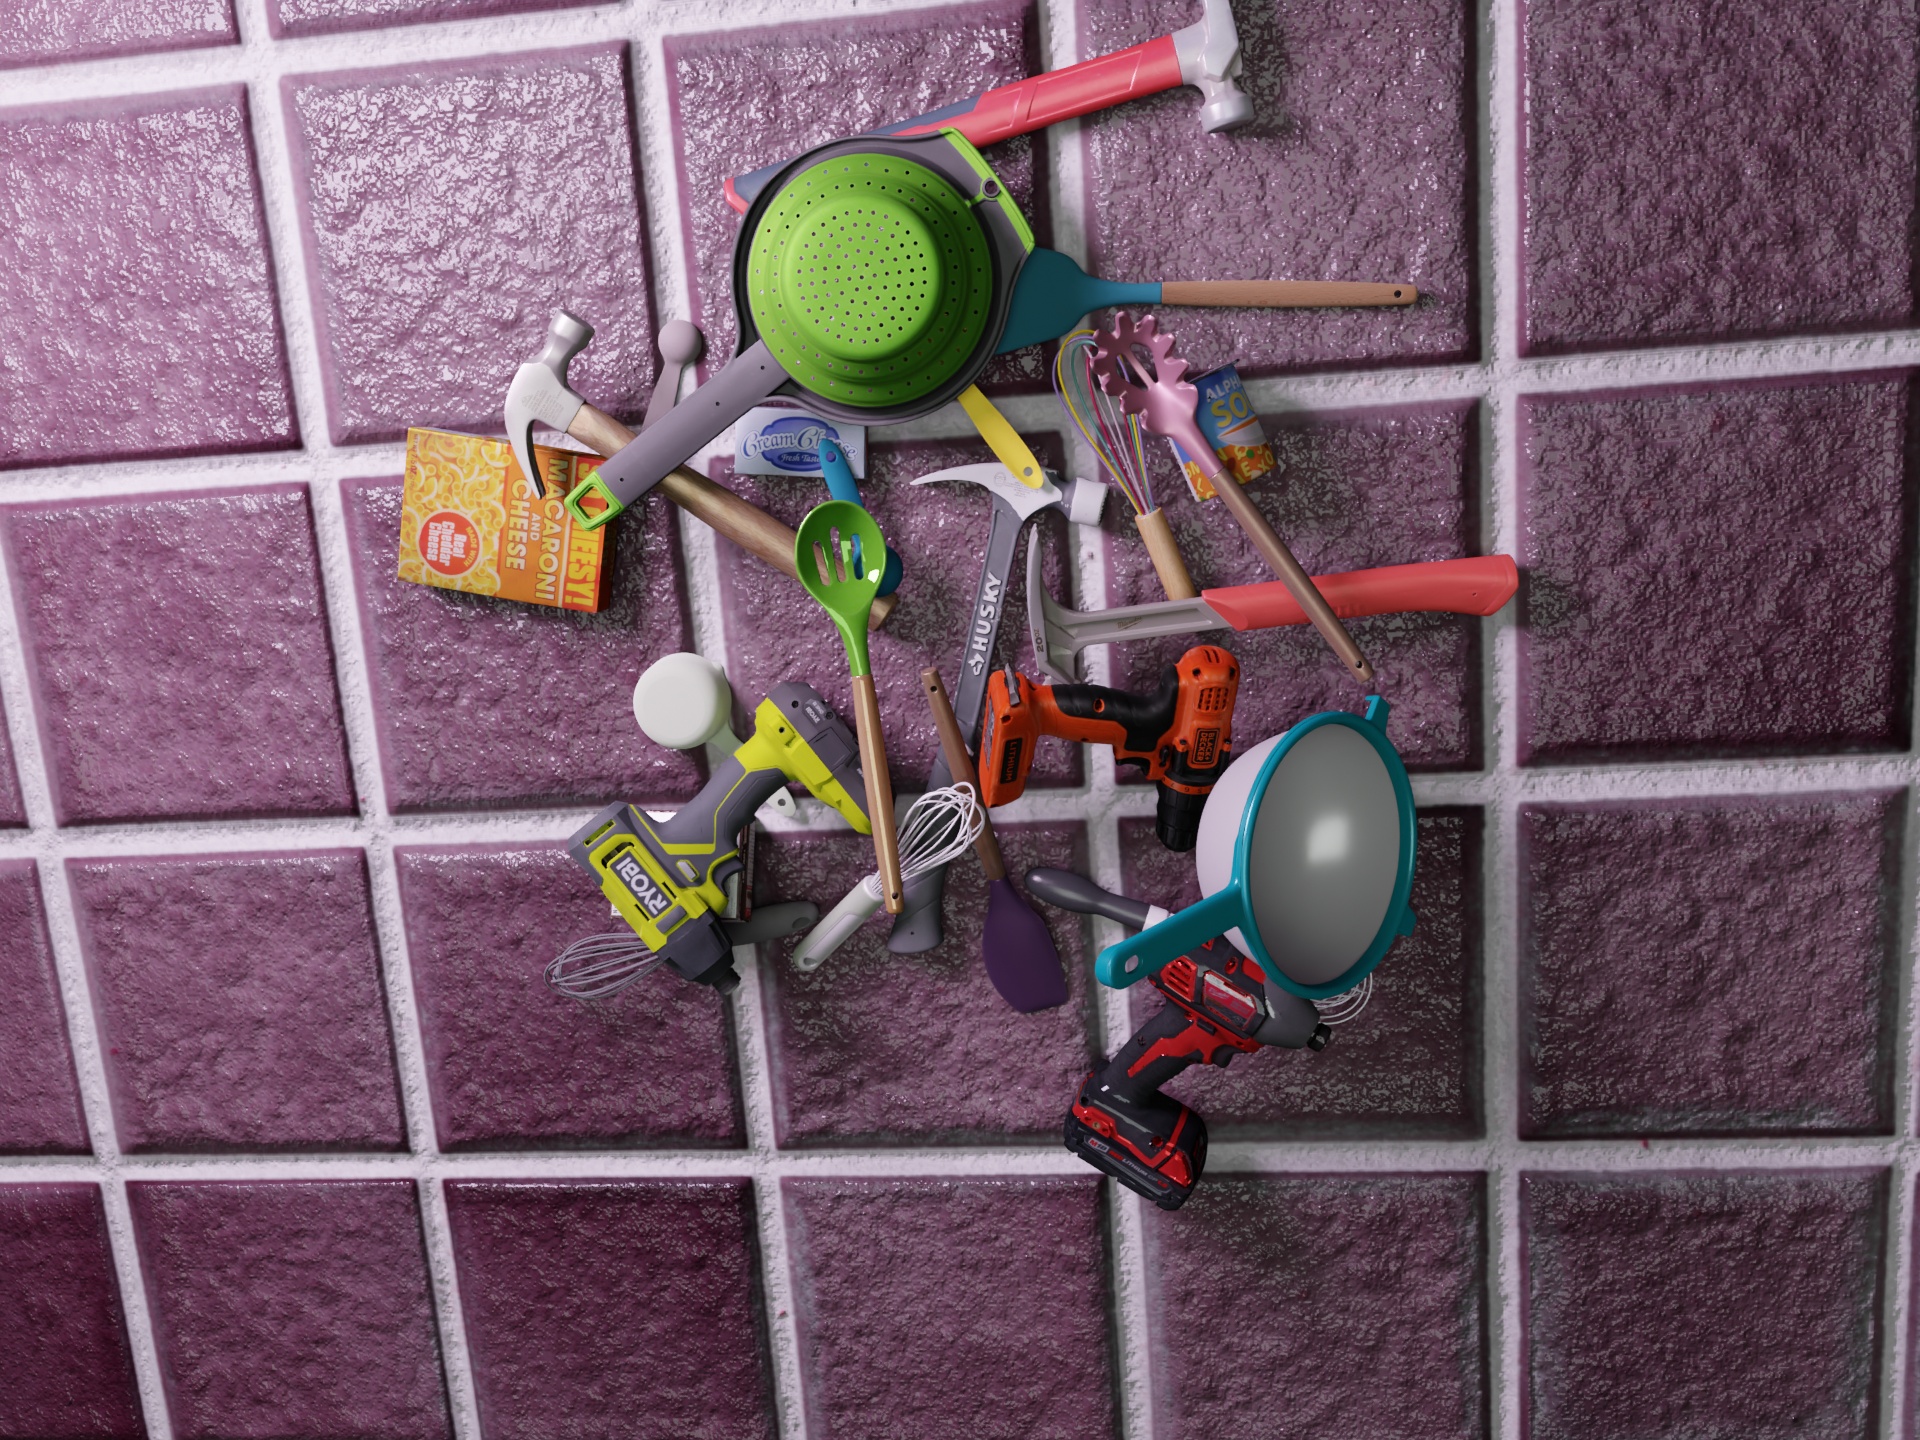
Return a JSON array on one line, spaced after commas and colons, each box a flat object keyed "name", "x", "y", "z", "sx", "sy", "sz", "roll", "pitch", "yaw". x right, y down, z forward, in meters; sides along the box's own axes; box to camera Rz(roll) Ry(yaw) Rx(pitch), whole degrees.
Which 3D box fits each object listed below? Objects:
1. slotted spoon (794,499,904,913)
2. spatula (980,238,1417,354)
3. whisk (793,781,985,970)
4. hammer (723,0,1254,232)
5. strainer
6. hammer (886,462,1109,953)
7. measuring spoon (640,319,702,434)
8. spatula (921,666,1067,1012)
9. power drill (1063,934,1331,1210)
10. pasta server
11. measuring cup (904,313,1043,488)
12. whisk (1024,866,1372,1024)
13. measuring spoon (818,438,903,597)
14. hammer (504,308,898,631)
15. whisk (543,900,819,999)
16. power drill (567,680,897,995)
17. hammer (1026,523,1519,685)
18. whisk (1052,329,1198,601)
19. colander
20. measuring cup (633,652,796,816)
[{"name": "slotted spoon", "x": -0.073, "y": -0.008, "z": 1.198, "sx": 0.070, "sy": 0.031, "sz": 0.314, "roll": -9, "pitch": 94, "yaw": -12}, {"name": "spatula", "x": 0.174, "y": -0.311, "z": 1.164, "sx": 0.317, "sy": 0.044, "sz": 0.082, "roll": 1, "pitch": 105, "yaw": 6}, {"name": "whisk", "x": -0.062, "y": 0.129, "z": 1.256, "sx": 0.057, "sy": 0.059, "sz": 0.246, "roll": 26, "pitch": 127, "yaw": -26}, {"name": "hammer", "x": 0.008, "y": -0.451, "z": 1.158, "sx": 0.386, "sy": 0.038, "sz": 0.143, "roll": -14, "pitch": 99, "yaw": 10}, {"name": "strainer", "x": 0.197, "y": 0.114, "z": 1.153, "sx": 0.095, "sy": 0.340, "sz": 0.211, "roll": 5, "pitch": 110, "yaw": 50}, {"name": "hammer", "x": -0.002, "y": -0.004, "z": 1.256, "sx": 0.149, "sy": 0.036, "sz": 0.409, "roll": 14, "pitch": 103, "yaw": 5}, {"name": "measuring spoon", "x": -0.233, "y": -0.251, "z": 1.240, "sx": 0.034, "sy": 0.018, "sz": 0.124, "roll": 20, "pitch": 104, "yaw": 2}, {"name": "spatula", "x": 0.020, "y": 0.101, "z": 1.255, "sx": 0.060, "sy": 0.018, "sz": 0.315, "roll": -15, "pitch": 112, "yaw": 7}, {"name": "power drill", "x": 0.182, "y": 0.267, "z": 1.236, "sx": 0.143, "sy": 0.078, "sz": 0.219, "roll": 30, "pitch": 118, "yaw": 7}, {"name": "pasta server", "x": 0.199, "y": -0.154, "z": 1.129, "sx": 0.060, "sy": 0.040, "sz": 0.316, "roll": -37, "pitch": 96, "yaw": 10}, {"name": "measuring cup", "x": 0.014, "y": -0.238, "z": 1.201, "sx": 0.062, "sy": 0.029, "sz": 0.156, "roll": -37, "pitch": 91, "yaw": 12}, {"name": "whisk", "x": 0.185, "y": 0.171, "z": 1.260, "sx": 0.284, "sy": 0.070, "sz": 0.070, "roll": 18, "pitch": 104, "yaw": 8}, {"name": "measuring spoon", "x": -0.078, "y": -0.155, "z": 1.211, "sx": 0.042, "sy": 0.021, "sz": 0.128, "roll": -25, "pitch": 101, "yaw": -13}, {"name": "hammer", "x": -0.195, "y": -0.167, "z": 1.217, "sx": 0.331, "sy": 0.031, "sz": 0.130, "roll": 32, "pitch": 102, "yaw": -11}, {"name": "whisk", "x": -0.231, "y": 0.188, "z": 1.321, "sx": 0.239, "sy": 0.055, "sz": 0.055, "roll": -15, "pitch": 100, "yaw": 5}, {"name": "power drill", "x": -0.166, "y": 0.090, "z": 1.237, "sx": 0.223, "sy": 0.080, "sz": 0.171, "roll": -39, "pitch": 97, "yaw": -7}, {"name": "hammer", "x": 0.230, "y": -0.095, "z": 1.183, "sx": 0.359, "sy": 0.037, "sz": 0.149, "roll": -7, "pitch": 118, "yaw": 3}, {"name": "whisk", "x": 0.135, "y": -0.177, "z": 1.187, "sx": 0.051, "sy": 0.047, "sz": 0.244, "roll": -7, "pitch": 115, "yaw": 44}, {"name": "colander", "x": -0.130, "y": -0.260, "z": 1.123, "sx": 0.397, "sy": 0.094, "sz": 0.204, "roll": -36, "pitch": 99, "yaw": 9}, {"name": "measuring cup", "x": -0.195, "y": 0.019, "z": 1.281, "sx": 0.083, "sy": 0.038, "sz": 0.167, "roll": -43, "pitch": 92, "yaw": 13}]
